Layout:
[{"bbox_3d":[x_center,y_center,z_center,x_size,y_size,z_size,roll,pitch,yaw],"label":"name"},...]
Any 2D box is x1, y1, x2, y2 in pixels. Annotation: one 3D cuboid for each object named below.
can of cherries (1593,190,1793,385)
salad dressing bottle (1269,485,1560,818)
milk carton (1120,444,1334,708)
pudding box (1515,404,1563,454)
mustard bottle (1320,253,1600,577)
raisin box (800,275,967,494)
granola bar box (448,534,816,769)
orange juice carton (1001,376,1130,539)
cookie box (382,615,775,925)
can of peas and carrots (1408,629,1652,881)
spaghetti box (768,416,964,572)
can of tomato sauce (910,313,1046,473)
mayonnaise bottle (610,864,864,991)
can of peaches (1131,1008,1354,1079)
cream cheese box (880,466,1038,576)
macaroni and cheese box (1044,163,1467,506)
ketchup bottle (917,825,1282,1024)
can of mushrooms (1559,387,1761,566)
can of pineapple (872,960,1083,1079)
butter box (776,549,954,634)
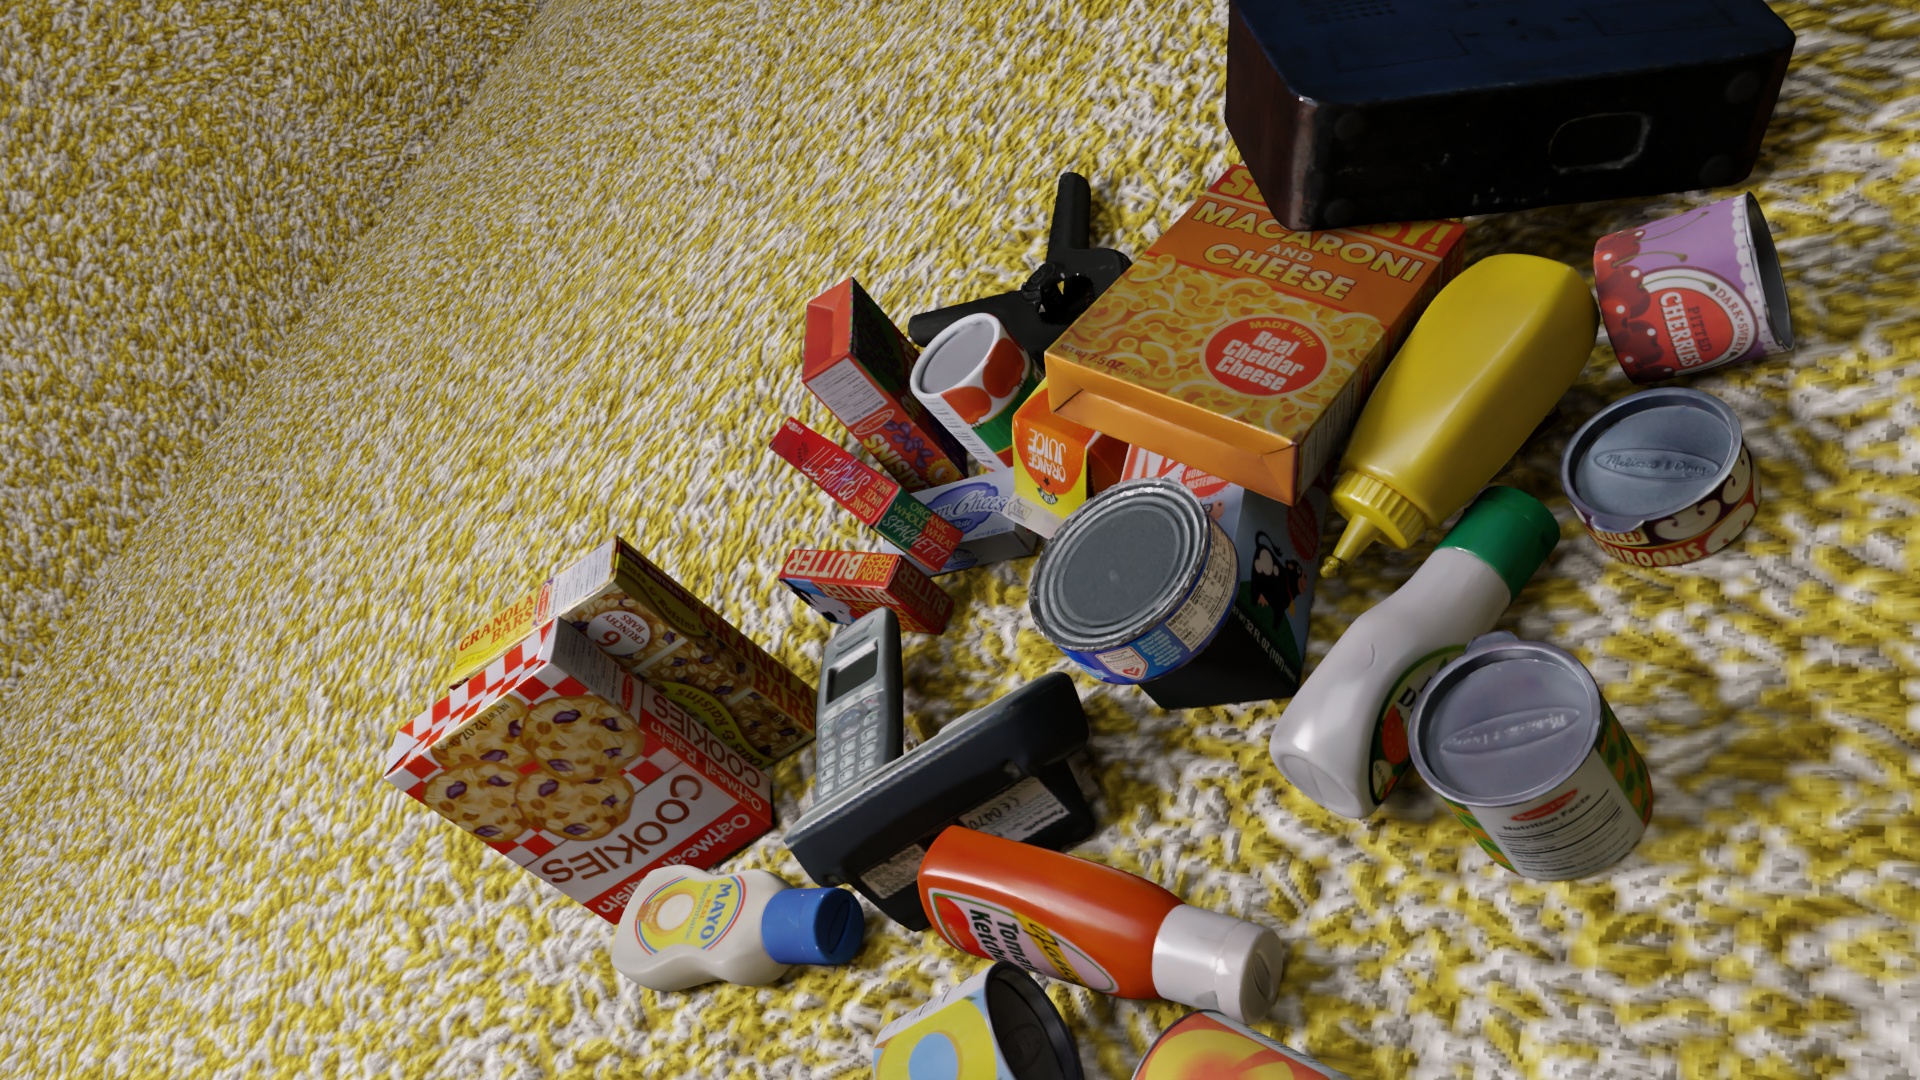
[{"bbox_3d":[0.299,-0.100,0.567,0.058,0.071,0.072,-14,45,38],"label":"can of cherries"},{"bbox_3d":[0.183,0.041,0.551,0.044,0.064,0.148,26,67,43],"label":"salad dressing bottle"},{"bbox_3d":[0.125,-0.022,0.661,0.073,0.072,0.191,-12,46,38],"label":"milk carton"},{"bbox_3d":[0.228,-0.068,0.639,0.049,0.030,0.084,-40,34,9],"label":"pudding box"},{"bbox_3d":[0.198,-0.046,0.579,0.160,0.048,0.065,-52,31,-5],"label":"mustard bottle"},{"bbox_3d":[-0.046,-0.091,0.865,0.040,0.123,0.086,-29,38,20],"label":"raisin box"},{"bbox_3d":[-0.180,0.085,0.785,0.124,0.165,0.039,-31,38,20],"label":"granola bar box"},{"bbox_3d":[0.101,-0.077,0.743,0.193,0.073,0.072,-50,35,-6],"label":"orange juice carton"},{"bbox_3d":[-0.203,0.132,0.758,0.122,0.167,0.040,-34,33,16],"label":"cookie box"},{"bbox_3d":[0.202,0.076,0.493,0.071,0.058,0.071,-27,38,24],"label":"can of peas and carrots"},{"bbox_3d":[-0.064,-0.033,0.850,0.028,0.050,0.250,-54,25,-1],"label":"spaghetti box"},{"bbox_3d":[0.022,-0.085,0.824,0.071,0.083,0.071,-27,38,25],"label":"can of tomato sauce"},{"bbox_3d":[-0.114,0.197,0.709,0.148,0.041,0.065,-14,43,38],"label":"mayonnaise bottle"},{"bbox_3d":[0.095,0.202,0.465,0.058,0.071,0.071,10,62,49],"label":"can of peaches"},{"bbox_3d":[0.003,-0.010,0.818,0.103,0.024,0.053,-13,44,37],"label":"cream cheese box"},{"bbox_3d":[0.135,-0.100,0.630,0.124,0.040,0.167,25,55,29],"label":"macaroni and cheese box"},{"bbox_3d":[0.055,0.156,0.562,0.149,0.064,0.044,5,44,38],"label":"ketchup bottle"},{"bbox_3d":[0.273,-0.023,0.544,0.071,0.033,0.071,-27,39,24],"label":"can of mushrooms"},{"bbox_3d":[0.008,0.211,0.548,0.057,0.071,0.071,-34,36,16],"label":"can of pineapple"},{"bbox_3d":[-0.056,0.029,0.813,0.103,0.053,0.024,2,58,47],"label":"butter box"}]
